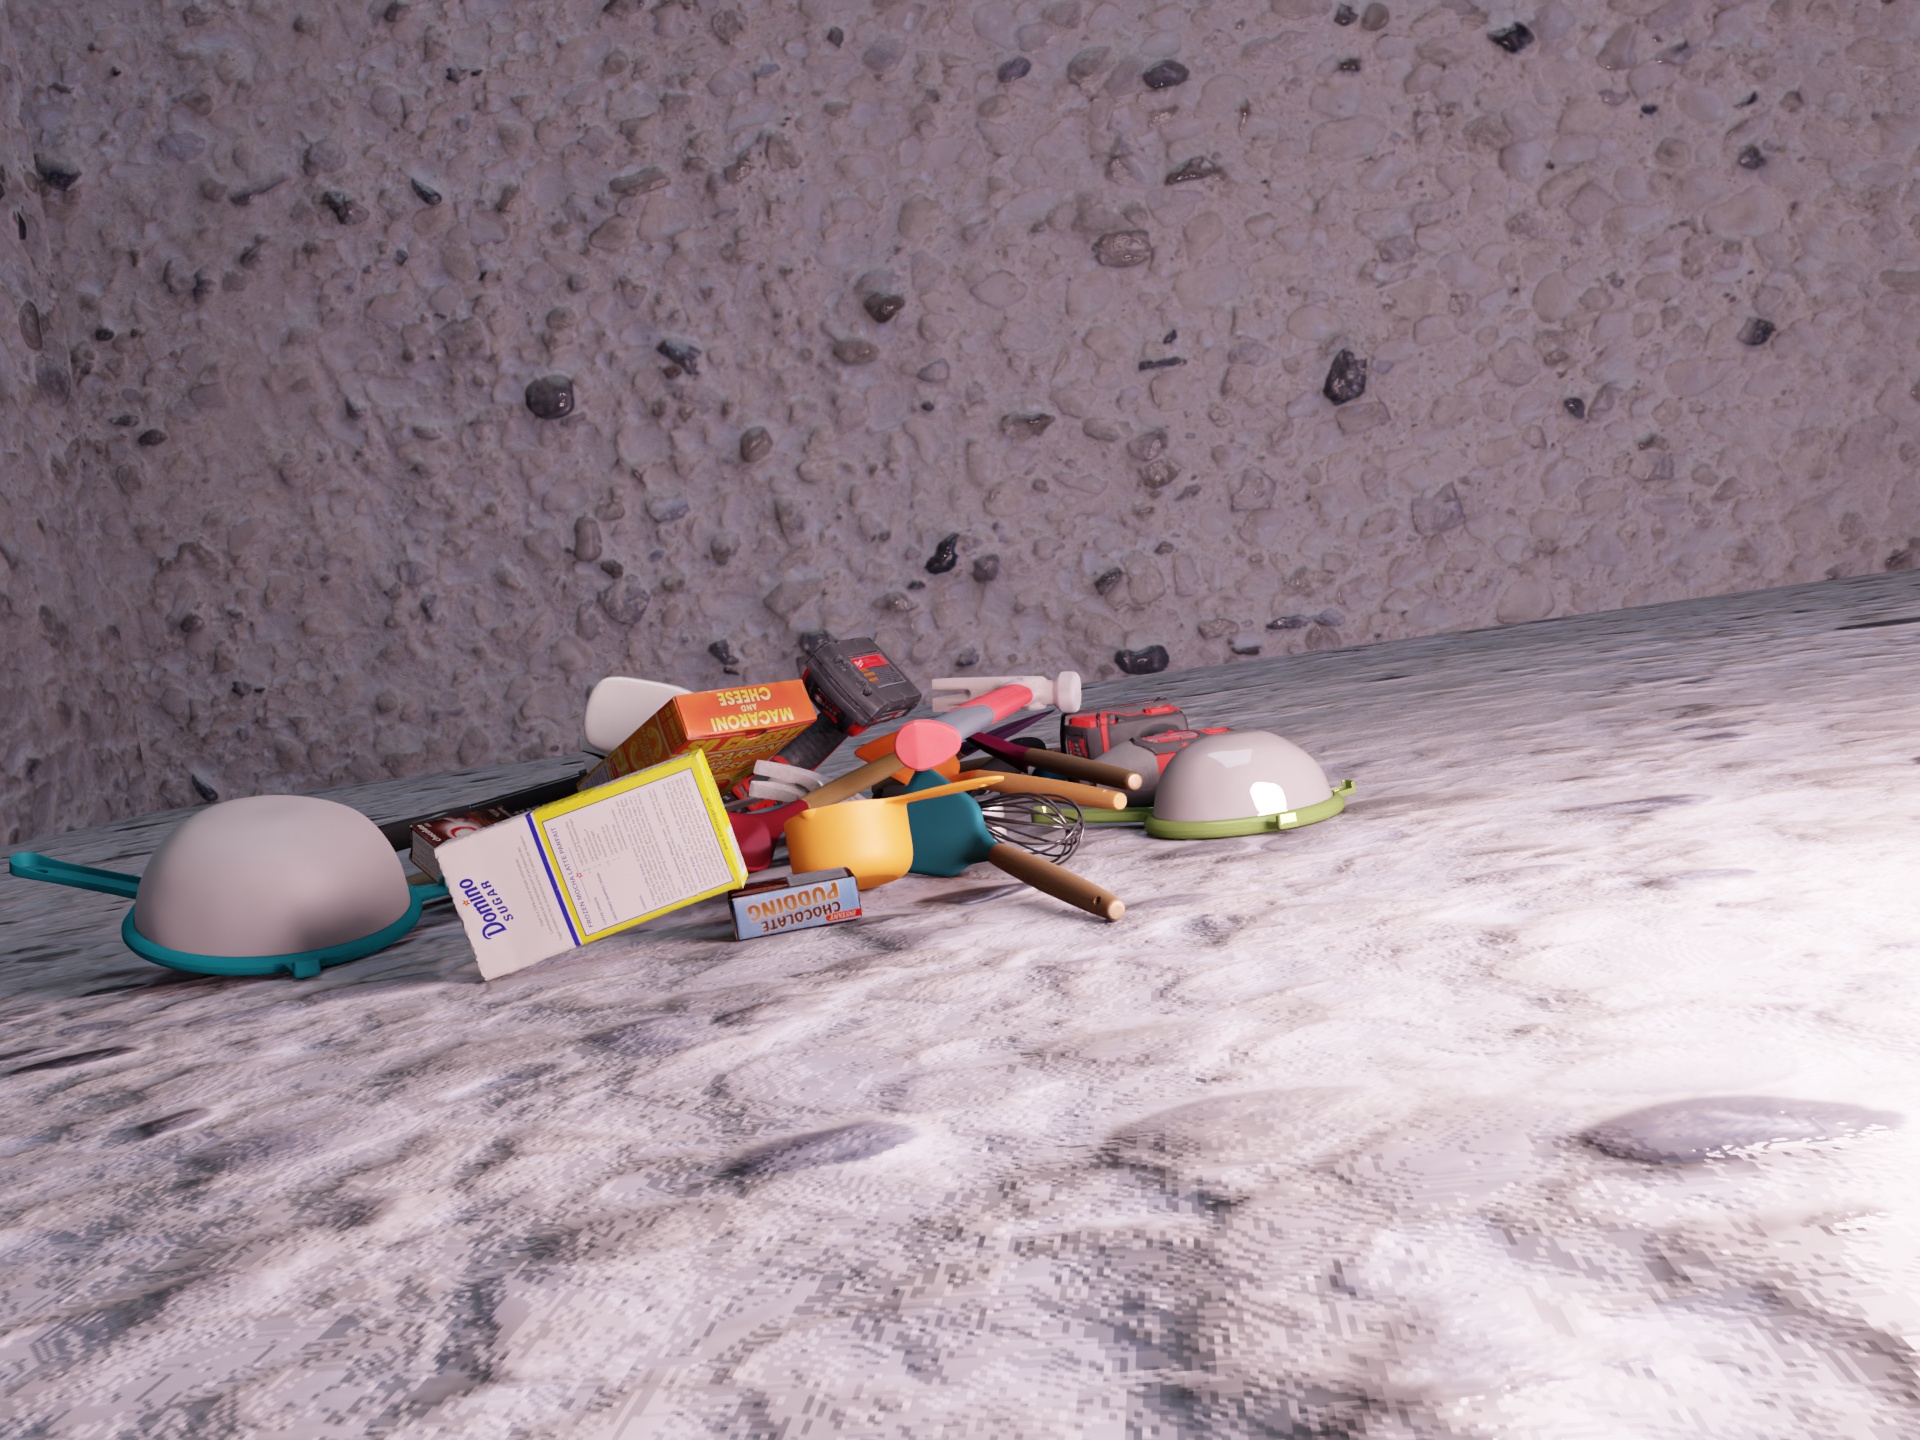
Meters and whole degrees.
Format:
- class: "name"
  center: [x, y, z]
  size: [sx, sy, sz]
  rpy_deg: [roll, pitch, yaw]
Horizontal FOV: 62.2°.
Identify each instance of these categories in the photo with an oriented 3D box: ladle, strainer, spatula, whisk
- class: "ladle"
  center: [-0.106, 0.058, 1.208]
  size: [0.069, 0.031, 0.315]
  rpy_deg: [39, 30, 16]
- class: "strainer"
  center: [-0.581, 0.101, 1.217]
  size: [0.340, 0.095, 0.211]
  rpy_deg: [8, 15, 12]
- class: "spatula"
  center: [0.025, 0.091, 1.046]
  size: [0.044, 0.082, 0.318]
  rpy_deg: [25, -4, -21]
- class: "spatula"
  center: [0.027, 0.041, 1.290]
  size: [0.081, 0.041, 0.323]
  rpy_deg: [-21, 15, -30]
- class: "whisk"
  center: [0.006, 0.072, 1.189]
  size: [0.055, 0.055, 0.239]
  rpy_deg: [-11, 11, -37]
- class: "strainer"
  center: [0.164, 0.046, 1.224]
  size: [0.256, 0.069, 0.151]
  rpy_deg: [-4, 6, 32]
- class: "spatula"
  center: [-0.010, 0.036, 1.616]
  size: [0.060, 0.018, 0.316]
  rpy_deg: [-24, -1, -36]

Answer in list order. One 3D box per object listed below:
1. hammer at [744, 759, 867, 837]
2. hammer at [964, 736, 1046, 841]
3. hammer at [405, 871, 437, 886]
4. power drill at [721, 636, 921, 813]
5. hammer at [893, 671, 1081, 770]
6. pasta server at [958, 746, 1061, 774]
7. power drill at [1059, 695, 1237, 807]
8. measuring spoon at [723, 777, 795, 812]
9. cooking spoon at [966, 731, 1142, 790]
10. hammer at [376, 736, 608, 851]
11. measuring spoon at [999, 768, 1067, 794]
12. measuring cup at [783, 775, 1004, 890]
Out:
- class: "hammer"
  center: [-0.201, 0.089, 1.156]
  size: [0.331, 0.033, 0.128]
  rpy_deg: [-10, 36, -43]
- class: "hammer"
  center: [0.015, 0.061, 1.450]
  size: [0.149, 0.036, 0.409]
  rpy_deg: [-6, 7, 18]
- class: "hammer"
  center: [-0.465, 0.143, 1.405]
  size: [0.146, 0.038, 0.410]
  rpy_deg: [-8, 4, 32]
- class: "power drill"
  center: [-0.155, 0.033, 1.418]
  size: [0.226, 0.080, 0.188]
  rpy_deg: [-46, -9, 18]
- class: "hammer"
  center: [-0.002, -0.004, 1.324]
  size: [0.143, 0.038, 0.386]
  rpy_deg: [-1, 7, 15]
- class: "pasta server"
  center: [0.086, 0.047, 1.717]
  size: [0.316, 0.040, 0.060]
  rpy_deg: [-10, 2, 45]
- class: "power drill"
  center: [0.158, 0.034, 1.413]
  size: [0.143, 0.078, 0.220]
  rpy_deg: [-9, 7, -6]
- class: "measuring spoon"
  center: [-0.191, 0.065, 1.332]
  size: [0.124, 0.018, 0.034]
  rpy_deg: [-17, -16, 6]
- class: "cooking spoon"
  center: [0.069, 0.032, 1.297]
  size: [0.068, 0.017, 0.319]
  rpy_deg: [33, -7, -20]
- class: "hammer"
  center: [-0.460, 0.089, 1.449]
  size: [0.334, 0.035, 0.146]
  rpy_deg: [-15, -19, -6]
- class: "measuring spoon"
  center: [0.071, 0.056, 1.602]
  size: [0.042, 0.021, 0.128]
  rpy_deg: [-6, 3, 29]
- class: "measuring cup"
  center: [-0.041, 0.080, 1.091]
  size: [0.173, 0.052, 0.095]
  rpy_deg: [-16, -15, 29]
